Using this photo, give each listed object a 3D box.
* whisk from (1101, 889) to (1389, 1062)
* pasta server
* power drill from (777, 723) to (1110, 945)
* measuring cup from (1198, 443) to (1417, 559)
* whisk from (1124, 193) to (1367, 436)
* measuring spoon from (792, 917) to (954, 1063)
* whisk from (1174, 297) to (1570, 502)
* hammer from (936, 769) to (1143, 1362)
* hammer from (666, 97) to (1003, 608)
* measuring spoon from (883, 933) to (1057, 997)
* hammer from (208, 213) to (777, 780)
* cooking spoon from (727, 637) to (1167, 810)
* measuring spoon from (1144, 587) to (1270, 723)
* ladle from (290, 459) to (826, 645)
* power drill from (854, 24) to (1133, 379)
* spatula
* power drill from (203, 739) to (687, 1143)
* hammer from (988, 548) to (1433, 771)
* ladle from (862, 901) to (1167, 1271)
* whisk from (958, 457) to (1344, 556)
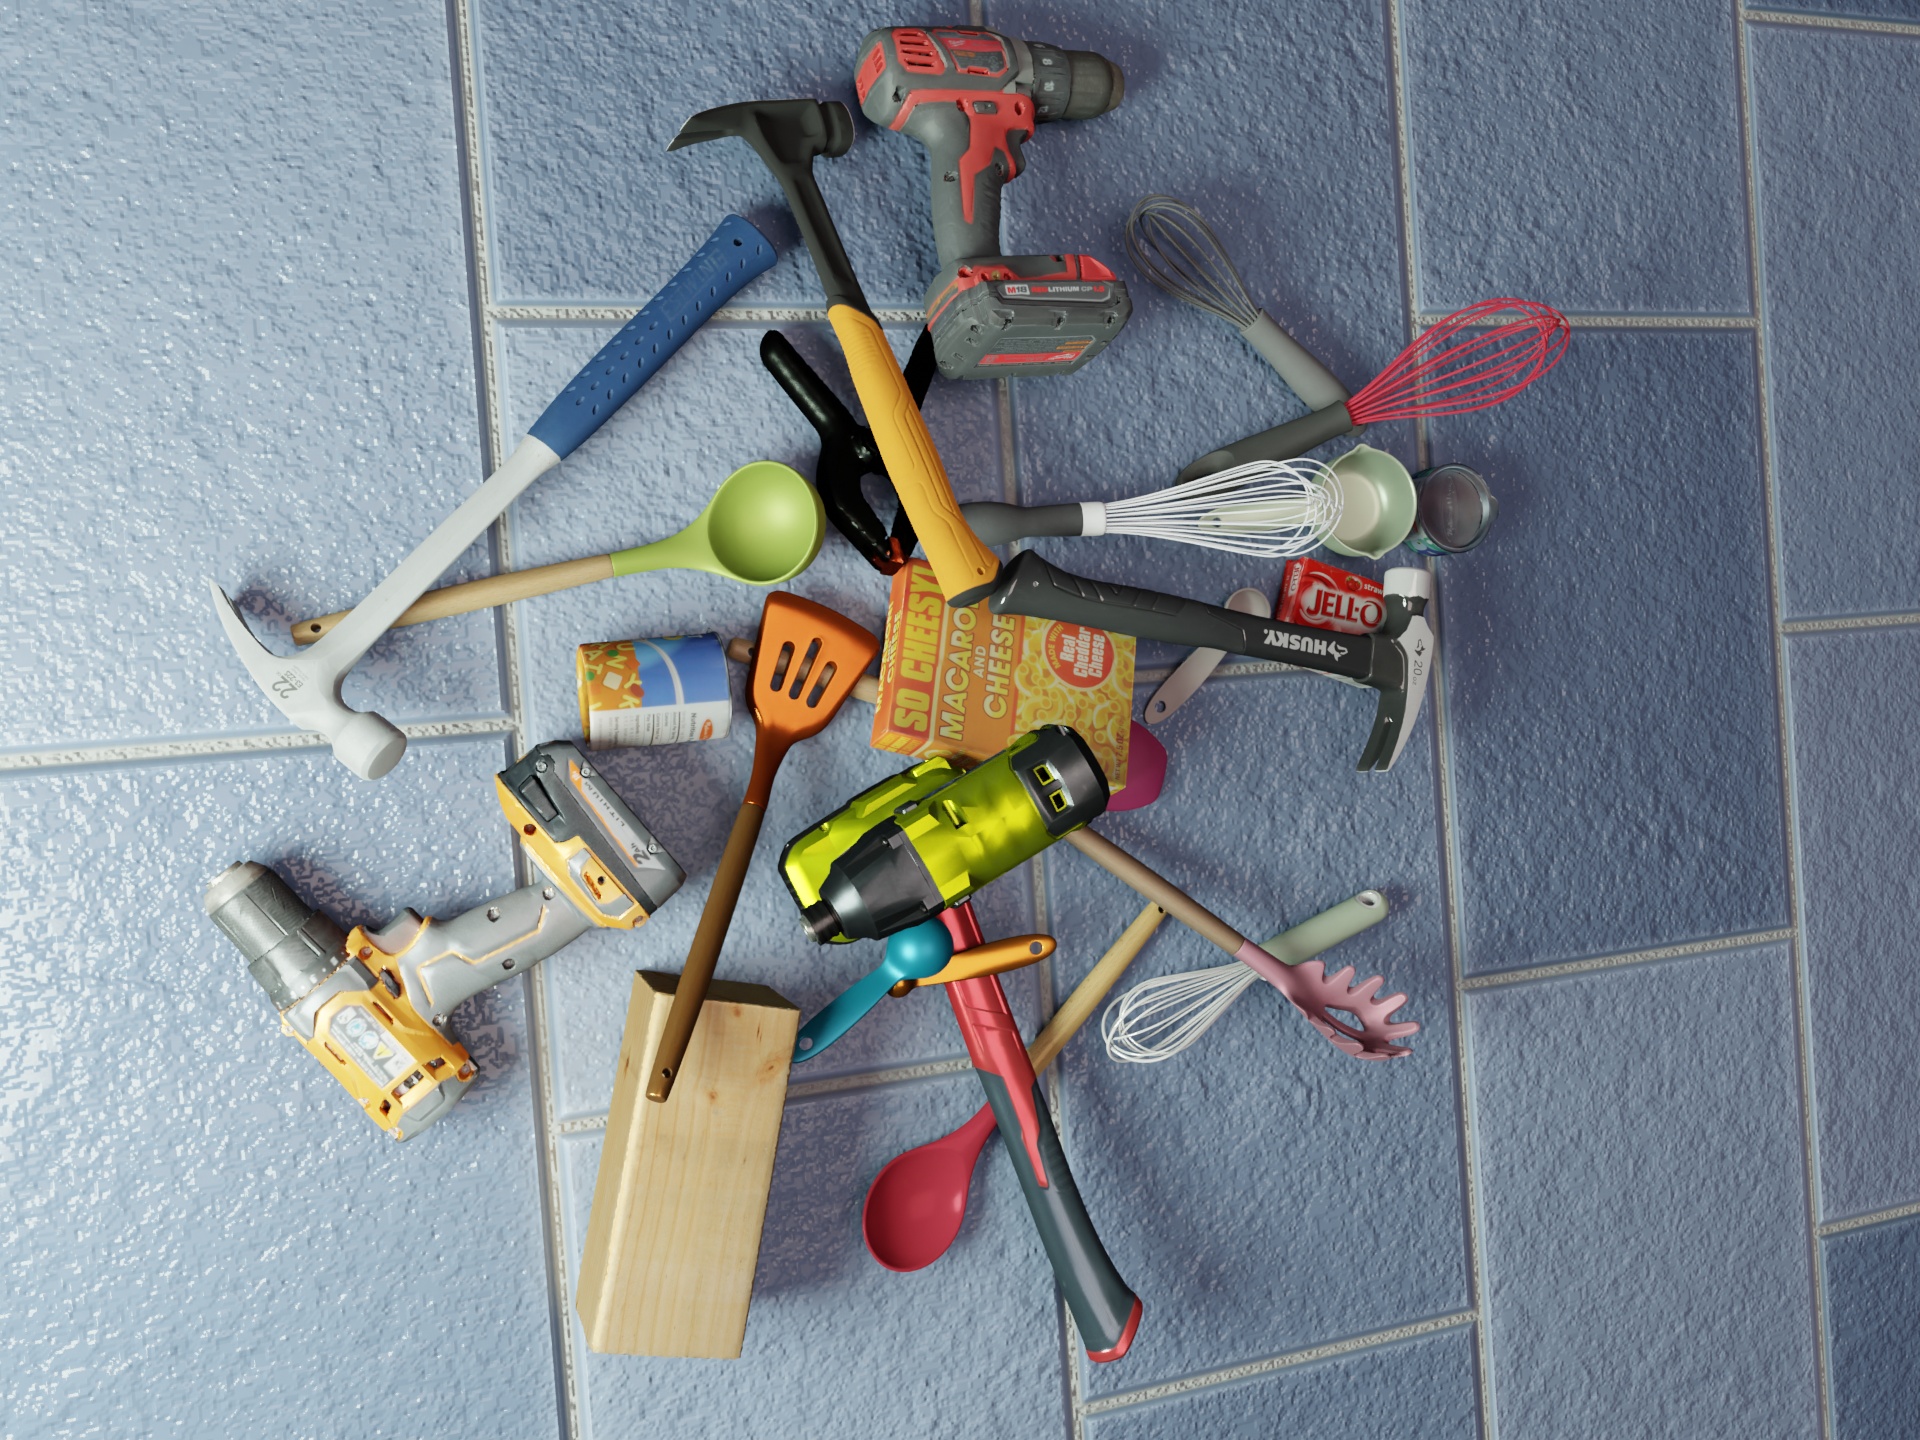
[{"bbox_3d":[0.204,0.176,1.118,0.246,0.058,0.059,-23,132,-21],"label":"whisk"},{"bbox_3d":[0.170,0.134,1.076,0.316,0.040,0.060,35,51,-3],"label":"pasta server"},{"bbox_3d":[-0.027,0.073,0.898,0.171,0.223,0.080,-30,91,-16],"label":"power drill"},{"bbox_3d":[0.242,-0.149,1.135,0.167,0.038,0.083,-9,92,-12],"label":"measuring cup"},{"bbox_3d":[0.204,-0.278,1.116,0.238,0.055,0.055,38,78,-20],"label":"whisk"},{"bbox_3d":[-0.057,0.163,0.974,0.128,0.021,0.042,-39,66,-18],"label":"measuring spoon"},{"bbox_3d":[0.285,-0.220,1.106,0.296,0.073,0.073,-24,98,1],"label":"whisk"},{"bbox_3d":[0.016,0.233,1.026,0.143,0.038,0.386,-20,89,-17],"label":"hammer"},{"bbox_3d":[-0.062,-0.225,0.977,0.127,0.034,0.337,-21,86,-39],"label":"hammer"},{"bbox_3d":[0.008,0.154,1.007,0.117,0.011,0.021,-12,87,-15],"label":"measuring spoon"},{"bbox_3d":[-0.259,-0.158,0.941,0.144,0.035,0.405,37,72,8],"label":"hammer"},{"bbox_3d":[-0.002,-0.003,1.055,0.318,0.017,0.069,16,81,-19],"label":"cooking spoon"},{"bbox_3d":[0.170,-0.044,1.121,0.034,0.018,0.124,45,83,-13],"label":"measuring spoon"},{"bbox_3d":[-0.236,-0.091,0.954,0.320,0.062,0.078,-15,81,-16],"label":"ladle"},{"bbox_3d":[0.042,-0.343,1.029,0.188,0.080,0.227,-9,79,-27],"label":"power drill"},{"bbox_3d":[-0.128,0.071,0.948,0.081,0.041,0.323,26,58,-17],"label":"spatula"},{"bbox_3d":[-0.298,0.104,0.921,0.226,0.084,0.185,-41,101,-10],"label":"power drill"},{"bbox_3d":[0.173,-0.056,1.064,0.334,0.035,0.146,9,83,-23],"label":"hammer"},{"bbox_3d":[0.045,0.233,1.067,0.069,0.031,0.315,45,74,-12],"label":"ladle"},{"bbox_3d":[0.119,-0.135,1.065,0.284,0.070,0.070,-4,91,-6],"label":"whisk"}]
